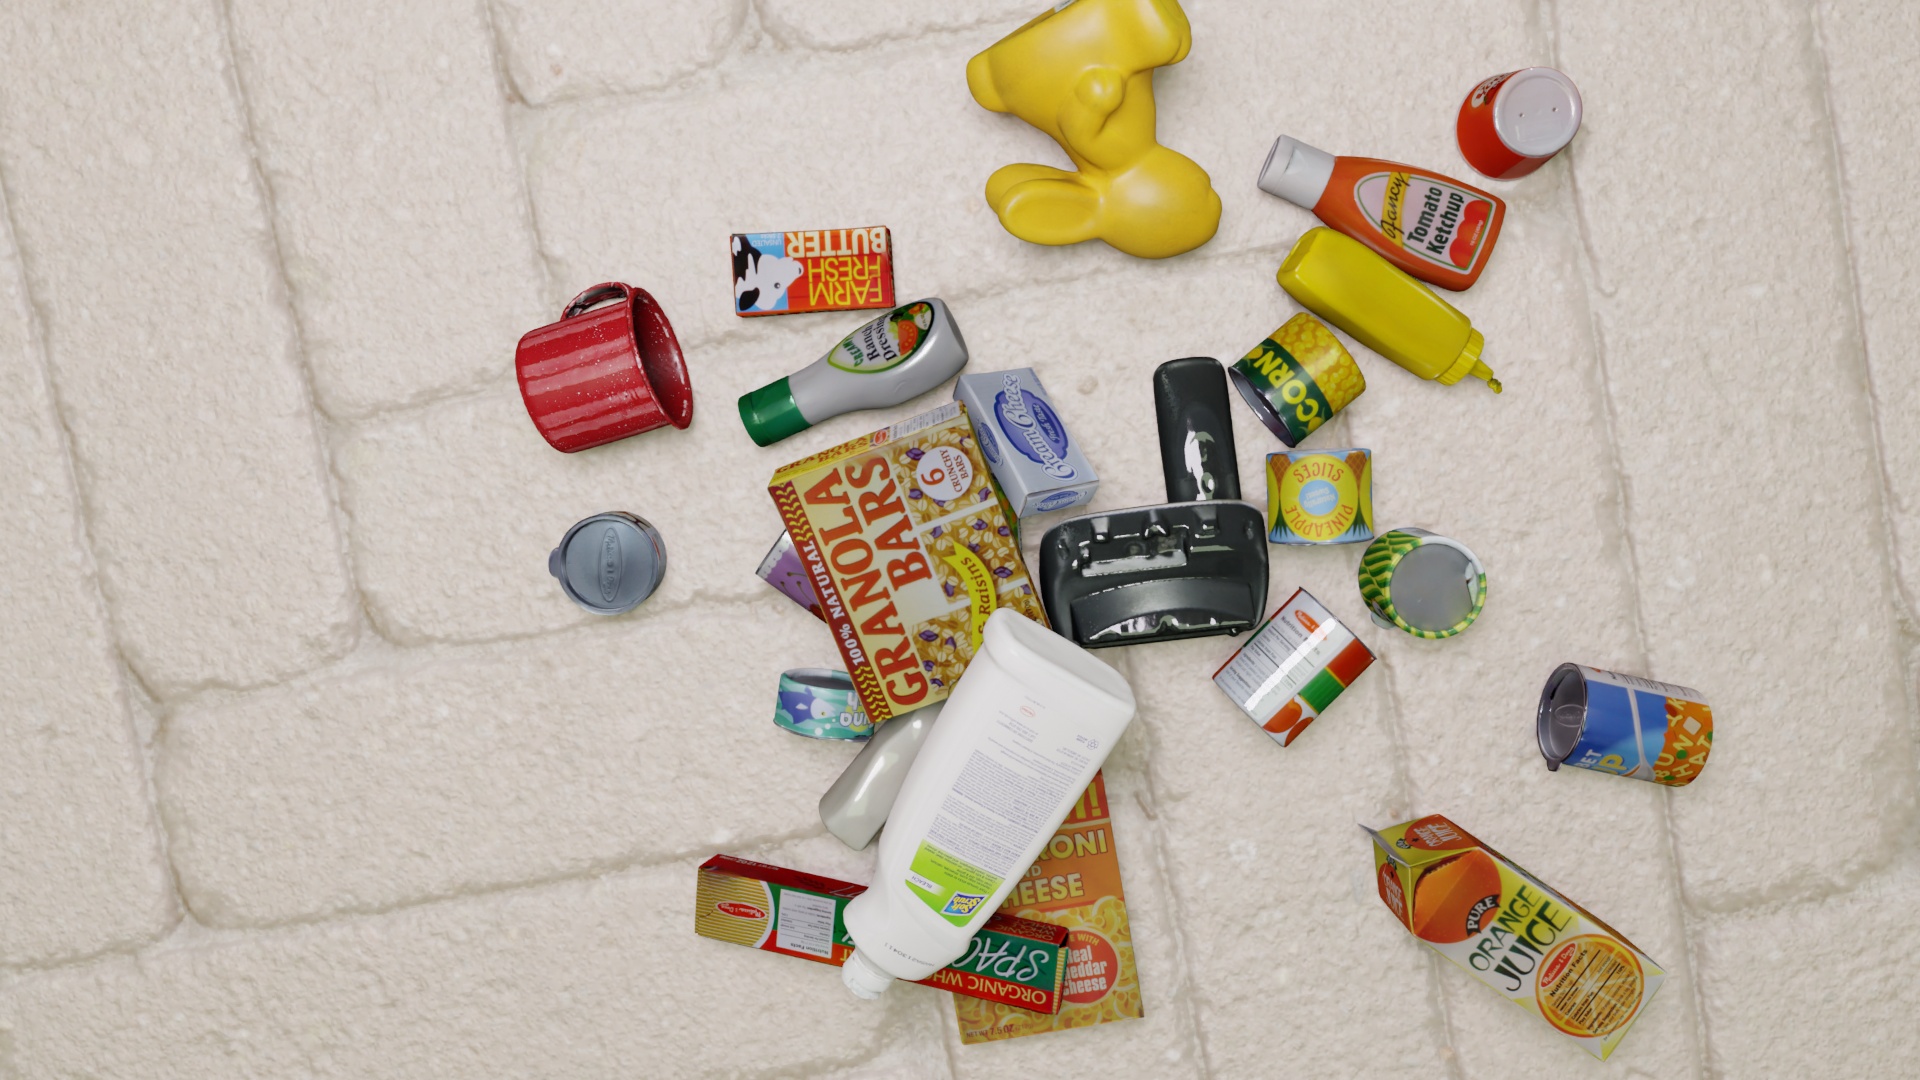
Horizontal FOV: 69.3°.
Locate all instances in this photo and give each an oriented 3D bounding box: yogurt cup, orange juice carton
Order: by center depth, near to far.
[{"bbox_3d":[0.350,-0.262,0.867,0.072,0.054,0.072,0,96,1],"label":"yogurt cup"},{"bbox_3d":[0.348,0.246,0.905,0.193,0.072,0.073,33,95,-3],"label":"orange juice carton"}]

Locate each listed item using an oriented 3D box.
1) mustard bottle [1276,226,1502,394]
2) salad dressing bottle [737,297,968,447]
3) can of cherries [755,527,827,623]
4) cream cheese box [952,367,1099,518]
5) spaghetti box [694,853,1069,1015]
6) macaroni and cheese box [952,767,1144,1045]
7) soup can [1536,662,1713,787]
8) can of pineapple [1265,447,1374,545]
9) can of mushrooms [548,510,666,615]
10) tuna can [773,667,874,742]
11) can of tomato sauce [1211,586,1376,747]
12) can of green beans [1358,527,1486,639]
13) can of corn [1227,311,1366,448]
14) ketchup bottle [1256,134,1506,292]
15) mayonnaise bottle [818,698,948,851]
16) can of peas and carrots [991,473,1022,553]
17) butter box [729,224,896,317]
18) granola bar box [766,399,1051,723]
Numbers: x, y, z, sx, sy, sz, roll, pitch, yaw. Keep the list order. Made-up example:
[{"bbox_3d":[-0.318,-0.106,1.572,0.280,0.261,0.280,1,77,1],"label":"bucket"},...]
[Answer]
[{"bbox_3d":[0.278,-0.139,0.877,0.160,0.065,0.048,30,96,-8],"label":"mustard bottle"},{"bbox_3d":[-0.070,-0.104,0.887,0.147,0.064,0.044,-24,138,9],"label":"salad dressing bottle"},{"bbox_3d":[-0.090,0.012,0.894,0.058,0.071,0.071,35,95,-3],"label":"can of cherries"},{"bbox_3d":[0.040,-0.064,0.868,0.053,0.024,0.104,-11,56,-25],"label":"cream cheese box"},{"bbox_3d":[-0.052,0.254,0.902,0.250,0.029,0.050,8,100,14],"label":"spaghetti box"},{"bbox_3d":[0.047,0.240,0.924,0.124,0.040,0.166,-10,96,2],"label":"macaroni and cheese box"},{"bbox_3d":[0.426,0.122,0.895,0.084,0.071,0.071,12,96,-1],"label":"soup can"},{"bbox_3d":[0.228,-0.028,0.882,0.071,0.071,0.057,-3,95,1],"label":"can of pineapple"},{"bbox_3d":[-0.230,0.014,0.909,0.071,0.033,0.071,0,96,0],"label":"can of mushrooms"},{"bbox_3d":[-0.085,0.106,0.898,0.071,0.071,0.032,8,96,0],"label":"tuna can"},{"bbox_3d":[0.215,0.083,0.896,0.071,0.071,0.083,44,95,-3],"label":"can of tomato sauce"},{"bbox_3d":[0.296,0.027,0.892,0.071,0.058,0.071,0,96,1],"label":"can of green beans"},{"bbox_3d":[0.212,-0.102,0.875,0.058,0.071,0.071,-39,94,3],"label":"can of corn"},{"bbox_3d":[0.263,-0.212,0.878,0.149,0.043,0.064,22,91,-1],"label":"ketchup bottle"},{"bbox_3d":[-0.032,0.131,0.905,0.041,0.065,0.148,40,91,-10],"label":"mayonnaise bottle"},{"bbox_3d":[0.003,-0.011,0.887,0.071,0.071,0.058,-4,96,1],"label":"can of peas and carrots"},{"bbox_3d":[-0.095,-0.173,0.895,0.103,0.024,0.053,-3,95,1],"label":"butter box"},{"bbox_3d":[-0.026,0.015,0.834,0.124,0.039,0.165,-20,107,5],"label":"granola bar box"}]
